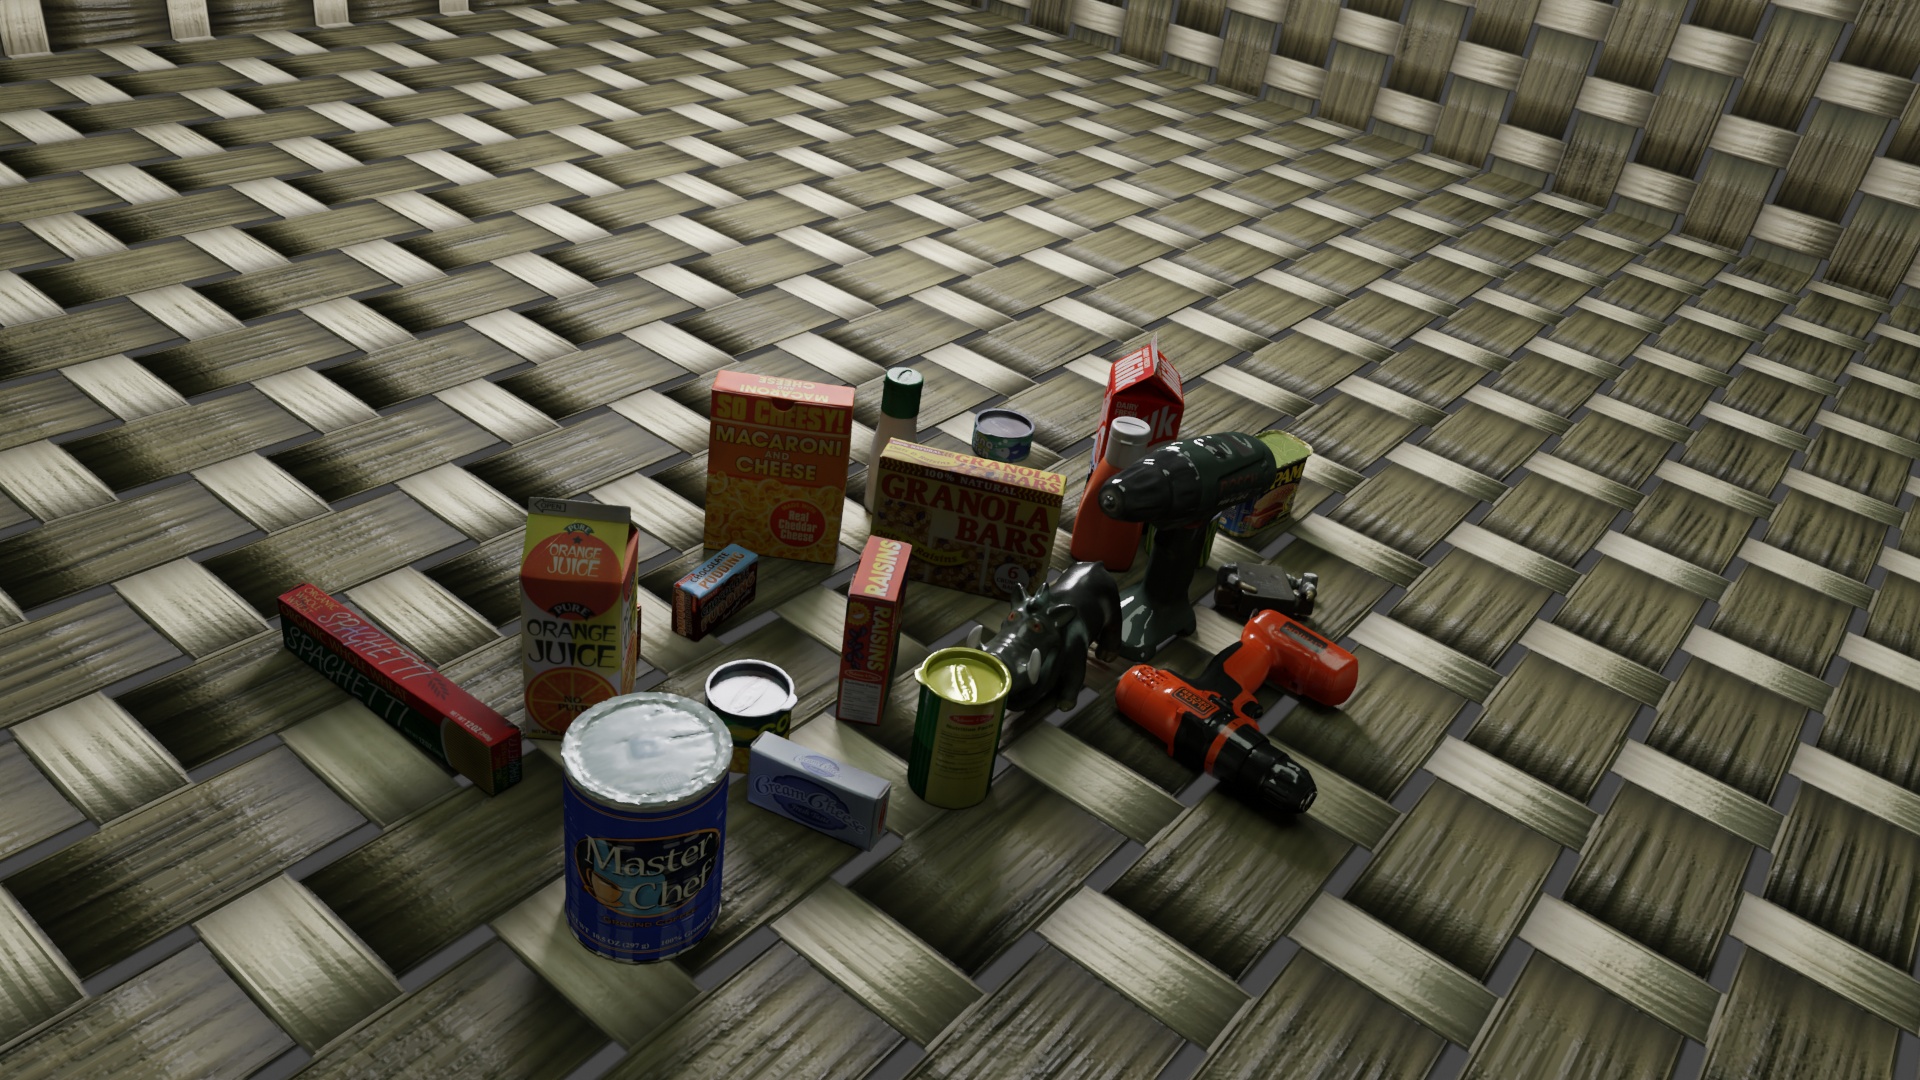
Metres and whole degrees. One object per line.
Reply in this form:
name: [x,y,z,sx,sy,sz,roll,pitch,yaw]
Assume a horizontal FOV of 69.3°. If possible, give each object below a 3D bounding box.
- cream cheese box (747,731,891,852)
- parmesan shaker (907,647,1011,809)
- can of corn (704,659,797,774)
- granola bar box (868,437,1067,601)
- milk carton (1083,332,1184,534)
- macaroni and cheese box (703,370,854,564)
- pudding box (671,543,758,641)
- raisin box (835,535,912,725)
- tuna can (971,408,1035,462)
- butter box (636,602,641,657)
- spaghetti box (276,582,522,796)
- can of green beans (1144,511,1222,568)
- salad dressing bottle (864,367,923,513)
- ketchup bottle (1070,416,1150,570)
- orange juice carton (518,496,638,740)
cream cheese box: [-0.102,0.180,0.993,0.104,0.053,0.024,19,34,15]
parmesan shaker: [-0.005,0.140,1.034,0.071,0.102,0.072,7,32,-4]
can of corn: [-0.158,0.134,1.045,0.071,0.058,0.071,7,33,-4]
granola bar box: [0.004,-0.016,1.258,0.166,0.123,0.039,13,32,5]
milk carton: [0.175,-0.107,1.382,0.073,0.189,0.073,9,32,-1]
macaroni and cheese box: [-0.164,-0.063,1.249,0.124,0.165,0.040,7,32,-4]
pudding box: [-0.209,0.043,1.181,0.030,0.049,0.084,23,35,20]
raisin box: [-0.069,0.071,1.104,0.040,0.122,0.086,11,32,2]
tuna can: [0.044,-0.113,1.503,0.071,0.032,0.071,7,33,-4]
butter box: [-0.304,0.057,1.132,0.103,0.052,0.024,26,36,24]
spaghetti box: [-0.419,0.106,1.028,0.250,0.050,0.029,27,36,25]
can of green beans: [0.219,-0.012,1.369,0.071,0.057,0.071,7,33,-4]
salad dressing bottle: [-0.063,-0.094,1.339,0.044,0.146,0.064,16,33,11]
ketchup bottle: [0.147,-0.044,1.315,0.065,0.148,0.044,15,33,8]
orange juice carton: [-0.278,0.052,1.017,0.072,0.191,0.073,5,33,-6]
